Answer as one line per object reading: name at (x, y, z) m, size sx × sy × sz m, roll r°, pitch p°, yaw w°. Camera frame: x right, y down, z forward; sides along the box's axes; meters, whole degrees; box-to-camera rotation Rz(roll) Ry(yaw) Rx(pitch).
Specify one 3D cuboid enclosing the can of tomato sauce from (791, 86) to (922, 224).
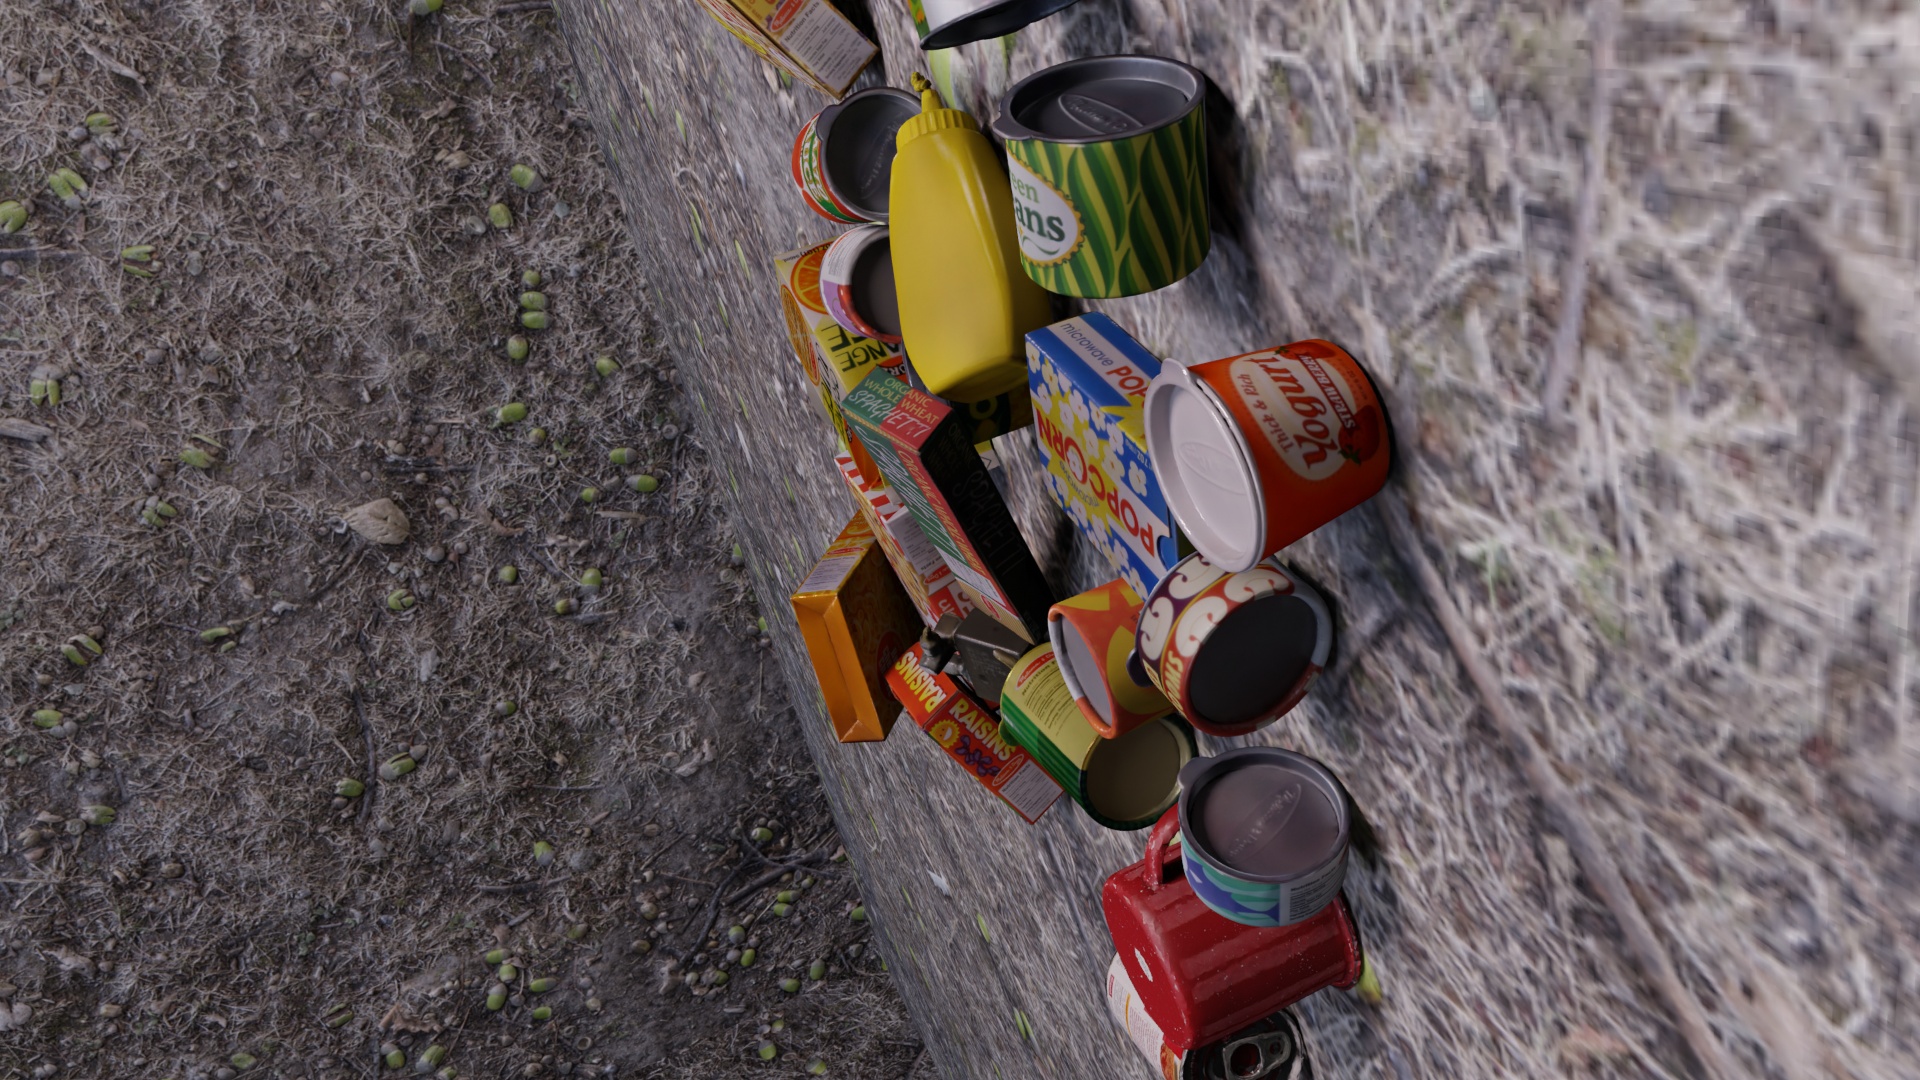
can of tomato sauce at (-0.052, -0.201, 0.734) m, size 0.083 × 0.071 × 0.071 m, roll -149°, pitch 39°, yaw -70°

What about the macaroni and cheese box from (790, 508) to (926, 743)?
macaroni and cheese box at (-0.062, 0.051, 1.029) m, size 0.167 × 0.040 × 0.123 m, roll -59°, pitch -41°, yaw -57°

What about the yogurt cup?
yogurt cup at (0.097, -0.030, 0.439) m, size 0.072 × 0.054 × 0.072 m, roll 160°, pitch 89°, yaw -77°

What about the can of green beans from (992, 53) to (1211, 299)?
can of green beans at (0.049, -0.121, 0.462) m, size 0.071 × 0.071 × 0.057 m, roll -126°, pitch 20°, yaw -48°

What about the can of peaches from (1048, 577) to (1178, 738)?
can of peaches at (0.080, 0.049, 0.624) m, size 0.071 × 0.058 × 0.071 m, roll 160°, pitch 89°, yaw -77°

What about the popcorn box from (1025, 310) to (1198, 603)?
popcorn box at (0.073, -0.030, 0.573) m, size 0.127 × 0.038 × 0.084 m, roll -127°, pitch 21°, yaw -50°

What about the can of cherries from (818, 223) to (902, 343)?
can of cherries at (-0.040, -0.145, 0.791) m, size 0.058 × 0.071 × 0.071 m, roll -149°, pitch 40°, yaw -67°

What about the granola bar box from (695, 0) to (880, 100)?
granola bar box at (-0.126, -0.317, 0.789) m, size 0.124 × 0.039 × 0.166 m, roll 36°, pitch -173°, yaw -34°

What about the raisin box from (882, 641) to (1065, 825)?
raisin box at (0.009, 0.134, 0.971) m, size 0.123 × 0.040 × 0.086 m, roll 46°, pitch 179°, yaw -29°

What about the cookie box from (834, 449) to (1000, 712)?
cookie box at (-0.019, 0.021, 0.948) m, size 0.166 × 0.040 × 0.123 m, roll 62°, pitch 172°, yaw -30°

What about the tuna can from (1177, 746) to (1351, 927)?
tuna can at (0.118, 0.116, 0.551) m, size 0.071 × 0.071 × 0.032 m, roll -126°, pitch 19°, yaw -47°

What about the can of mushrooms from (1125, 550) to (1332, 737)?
can of mushrooms at (0.098, 0.038, 0.505) m, size 0.033 × 0.071 × 0.070 m, roll 49°, pitch 156°, yaw 51°

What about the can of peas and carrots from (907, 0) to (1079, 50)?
can of peas and carrots at (0.008, -0.212, 0.489) m, size 0.071 × 0.071 × 0.058 m, roll -160°, pitch 51°, yaw -73°

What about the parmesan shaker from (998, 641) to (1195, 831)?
parmesan shaker at (0.068, 0.102, 0.724) m, size 0.103 × 0.071 × 0.071 m, roll -142°, pitch 33°, yaw -65°

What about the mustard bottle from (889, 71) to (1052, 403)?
mustard bottle at (-0.001, -0.146, 0.638) m, size 0.049 × 0.065 × 0.160 m, roll 11°, pitch -115°, yaw -55°

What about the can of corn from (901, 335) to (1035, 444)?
can of corn at (0.010, -0.084, 0.694) m, size 0.071 × 0.058 × 0.071 m, roll 160°, pitch 89°, yaw -77°

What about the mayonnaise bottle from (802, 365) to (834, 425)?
mayonnaise bottle at (-0.089, -0.127, 1.065) m, size 0.148 × 0.041 × 0.064 m, roll 172°, pitch 77°, yaw -75°

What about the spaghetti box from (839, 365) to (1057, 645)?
spaghetti box at (0.003, -0.009, 0.721) m, size 0.050 × 0.029 × 0.249 m, roll 32°, pitch 168°, yaw 26°

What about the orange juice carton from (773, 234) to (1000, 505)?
orange juice carton at (-0.048, -0.102, 0.868) m, size 0.072 × 0.072 × 0.193 m, roll 88°, pitch 157°, yaw -54°
